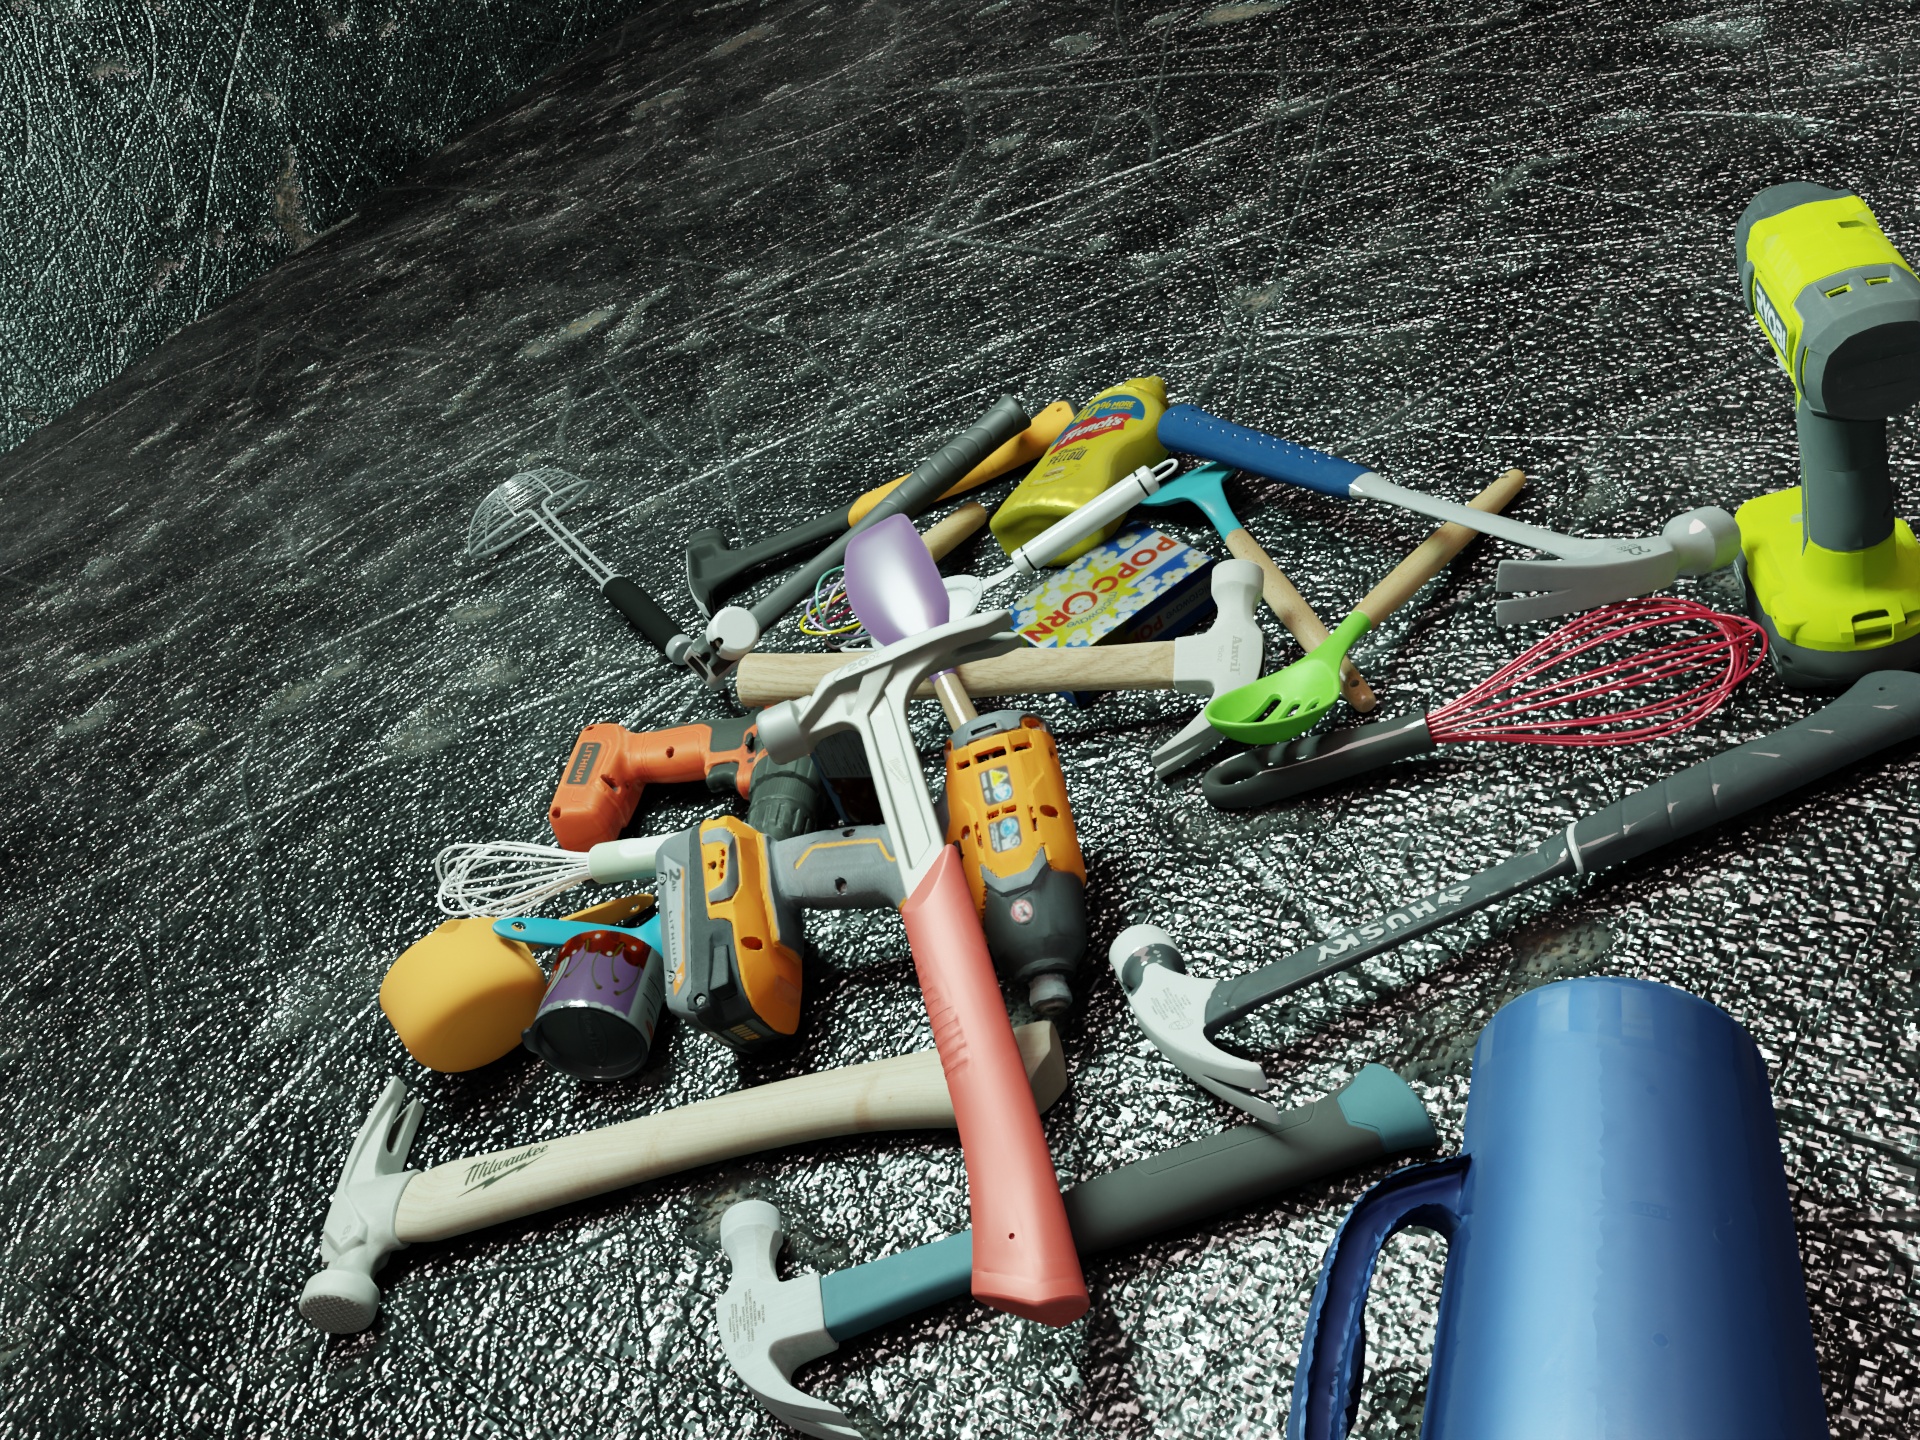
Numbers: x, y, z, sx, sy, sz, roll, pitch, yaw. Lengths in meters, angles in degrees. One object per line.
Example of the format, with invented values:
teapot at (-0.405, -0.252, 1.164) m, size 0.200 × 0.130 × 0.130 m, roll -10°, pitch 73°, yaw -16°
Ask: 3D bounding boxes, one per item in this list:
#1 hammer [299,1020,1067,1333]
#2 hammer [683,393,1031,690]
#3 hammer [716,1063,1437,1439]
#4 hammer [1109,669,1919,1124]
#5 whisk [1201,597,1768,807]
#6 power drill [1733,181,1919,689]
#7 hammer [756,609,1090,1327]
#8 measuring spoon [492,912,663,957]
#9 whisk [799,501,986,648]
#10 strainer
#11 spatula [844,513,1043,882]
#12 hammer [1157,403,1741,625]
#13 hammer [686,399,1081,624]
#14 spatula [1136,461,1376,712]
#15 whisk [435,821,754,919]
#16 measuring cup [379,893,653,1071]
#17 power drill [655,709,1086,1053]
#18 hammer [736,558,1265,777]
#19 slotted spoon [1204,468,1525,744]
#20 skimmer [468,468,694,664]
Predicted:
hammer at (-0.145, 0.212, 0.834) m, size 0.410 × 0.038 × 0.146 m, roll -16°, pitch 36°, yaw 12°
hammer at (-0.068, -0.136, 1.155) m, size 0.335 × 0.035 × 0.146 m, roll -42°, pitch 4°, yaw -24°
hammer at (0.047, 0.224, 0.709) m, size 0.331 × 0.033 × 0.128 m, roll -21°, pitch 36°, yaw 5°
hammer at (0.275, 0.069, 0.749) m, size 0.409 × 0.036 × 0.149 m, roll -23°, pitch 21°, yaw -2°
whisk at (0.268, 0.000, 0.841) m, size 0.296 × 0.073 × 0.073 m, roll -17°, pitch 37°, yaw 22°
power drill at (0.424, -0.142, 0.779) m, size 0.080 × 0.223 × 0.171 m, roll -12°, pitch 38°, yaw 17°
hammer at (0.003, 0.103, 0.751) m, size 0.149 × 0.036 × 0.359 m, roll -22°, pitch 51°, yaw 5°
measuring spoon at (-0.207, 0.120, 0.933) m, size 0.128 × 0.021 × 0.042 m, roll 7°, pitch 34°, yaw -19°
whisk at (-0.042, -0.109, 1.114) m, size 0.047 × 0.051 × 0.245 m, roll -30°, pitch 9°, yaw 35°
strainer at (0.037, -0.100, 1.072) m, size 0.258 × 0.050 × 0.087 m, roll -33°, pitch 28°, yaw 13°
spatula at (-0.001, -0.003, 0.938) m, size 0.060 × 0.018 × 0.316 m, roll -29°, pitch 57°, yaw 4°
hammer at (0.247, -0.139, 0.961) m, size 0.144 × 0.035 × 0.406 m, roll -18°, pitch 27°, yaw -24°
hammer at (-0.058, -0.170, 1.252) m, size 0.337 × 0.034 × 0.127 m, roll -23°, pitch 36°, yaw 3°
spatula at (0.193, -0.097, 1.030) m, size 0.082 × 0.044 × 0.318 m, roll -23°, pitch 41°, yaw 0°
whisk at (-0.229, 0.089, 0.984) m, size 0.246 × 0.059 × 0.058 m, roll -10°, pitch 31°, yaw 26°
measuring cup at (-0.252, 0.151, 0.950) m, size 0.173 × 0.095 × 0.052 m, roll -20°, pitch 52°, yaw -30°
power drill at (-0.043, 0.102, 0.848) m, size 0.226 × 0.084 × 0.164 m, roll -19°, pitch 58°, yaw 12°
hammer at (0.018, -0.027, 0.973) m, size 0.331 × 0.031 × 0.130 m, roll -2°, pitch 64°, yaw 17°
slotted spoon at (0.251, -0.070, 0.932) m, size 0.314 × 0.031 × 0.070 m, roll -39°, pitch 29°, yaw -31°
skimmer at (-0.309, -0.120, 1.342) m, size 0.127 × 0.090 × 0.364 m, roll -35°, pitch 48°, yaw -17°
